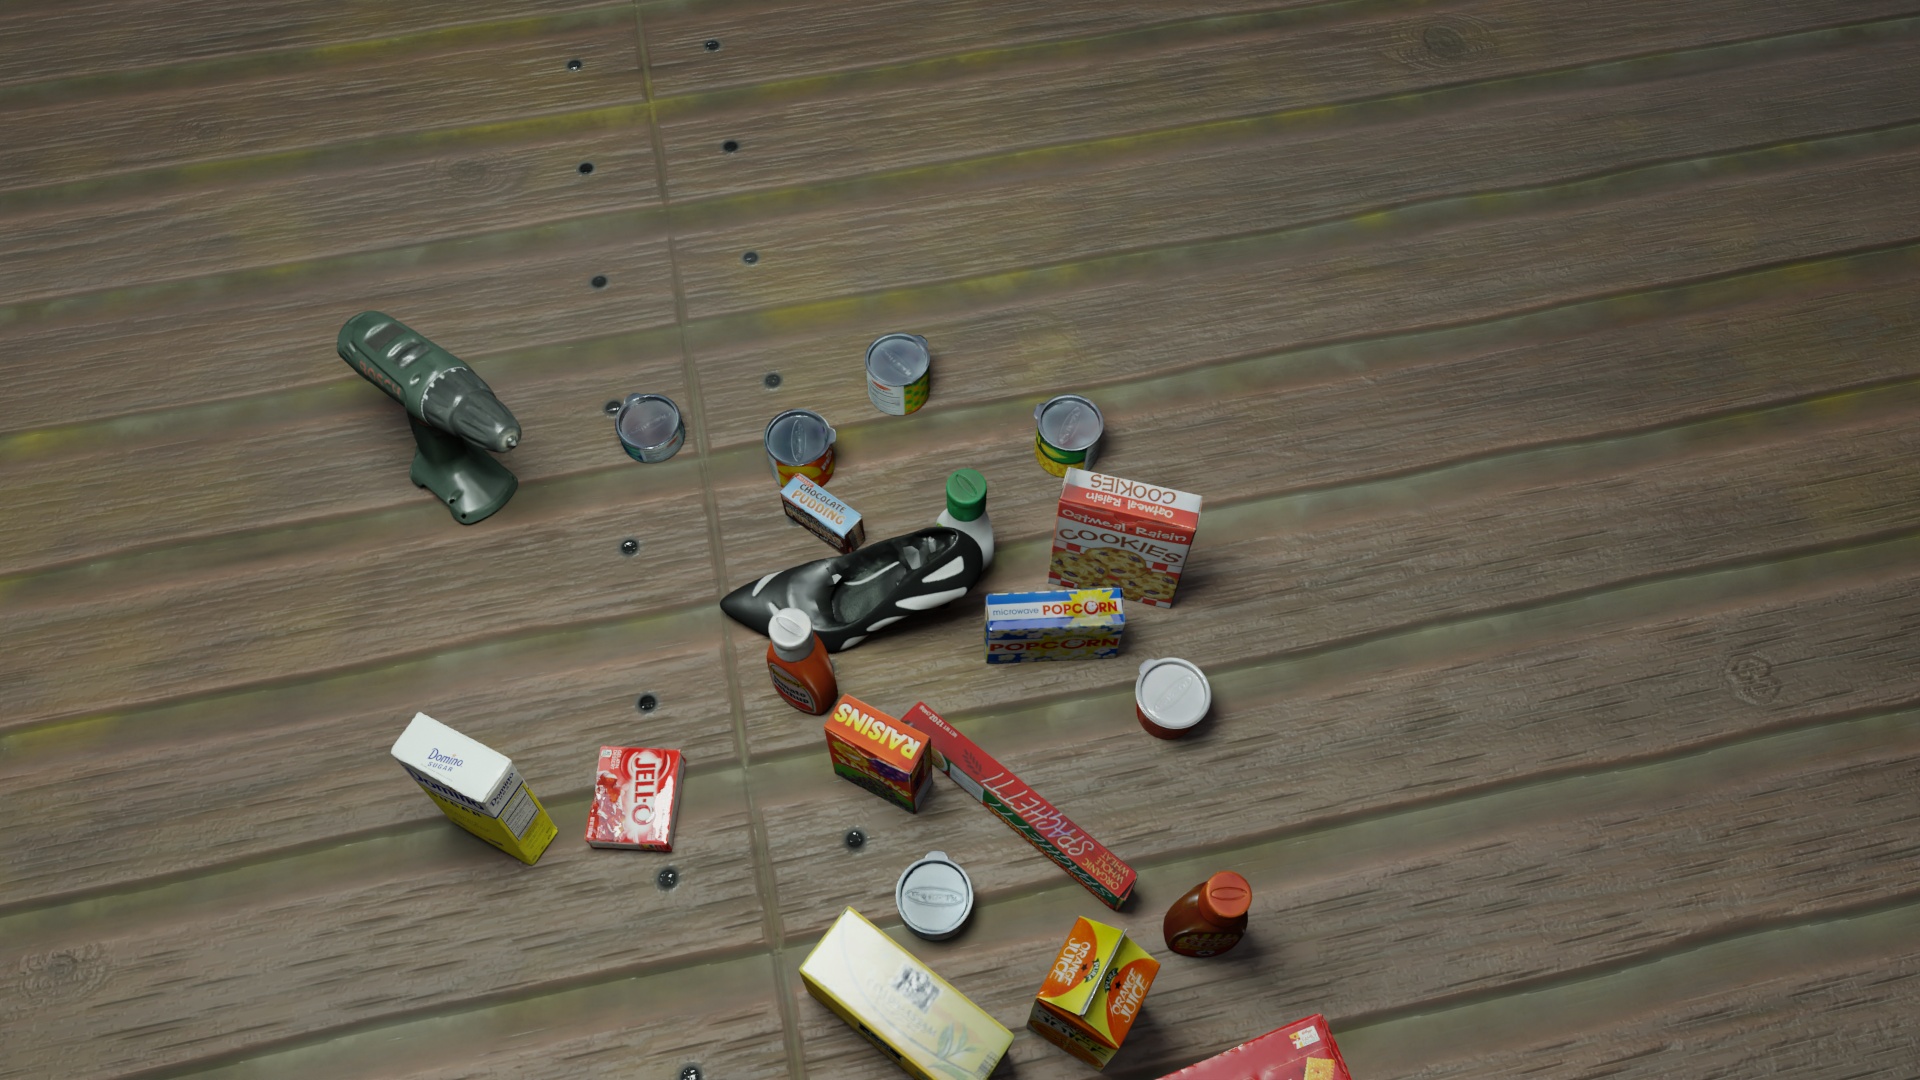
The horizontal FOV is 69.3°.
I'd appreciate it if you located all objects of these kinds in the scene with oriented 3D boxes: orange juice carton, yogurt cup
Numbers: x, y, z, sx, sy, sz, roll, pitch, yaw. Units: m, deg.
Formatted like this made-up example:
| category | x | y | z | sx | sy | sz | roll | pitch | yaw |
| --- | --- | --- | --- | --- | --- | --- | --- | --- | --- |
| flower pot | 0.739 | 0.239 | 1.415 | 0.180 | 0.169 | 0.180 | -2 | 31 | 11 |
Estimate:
| category | x | y | z | sx | sy | sz | roll | pitch | yaw |
| --- | --- | --- | --- | --- | --- | --- | --- | --- | --- |
| orange juice carton | 0.103 | 0.353 | 1.084 | 0.073 | 0.191 | 0.072 | 28 | 66 | 13 |
| yogurt cup | 0.192 | 0.148 | 1.272 | 0.072 | 0.053 | 0.073 | 0 | 62 | -1 |

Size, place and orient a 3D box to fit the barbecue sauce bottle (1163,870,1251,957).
| category | x | y | z | sx | sy | sz | roll | pitch | yaw |
| --- | --- | --- | --- | --- | --- | --- | --- | --- | --- |
| barbecue sauce bottle | 0.206 | 0.305 | 1.136 | 0.065 | 0.148 | 0.044 | -1 | 63 | -1 |

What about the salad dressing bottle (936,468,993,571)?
| category | x | y | z | sx | sy | sz | roll | pitch | yaw |
| --- | --- | --- | --- | --- | --- | --- | --- | --- | --- |
| salad dressing bottle | 0.005 | -0.016 | 1.304 | 0.044 | 0.147 | 0.064 | -35 | 68 | -17 |

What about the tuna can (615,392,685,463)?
| category | x | y | z | sx | sy | sz | roll | pitch | yaw |
| --- | --- | --- | --- | --- | --- | --- | --- | --- | --- |
| tuna can | -0.317 | -0.116 | 1.416 | 0.071 | 0.032 | 0.071 | 0 | 62 | -1 |

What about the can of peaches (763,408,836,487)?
| category | x | y | z | sx | sy | sz | roll | pitch | yaw |
| --- | --- | --- | --- | --- | --- | --- | --- | --- | --- |
| can of peaches | -0.158 | -0.089 | 1.390 | 0.071 | 0.057 | 0.071 | 0 | 62 | -1 |

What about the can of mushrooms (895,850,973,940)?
| category | x | y | z | sx | sy | sz | roll | pitch | yaw |
| --- | --- | --- | --- | --- | --- | --- | --- | --- | --- |
| can of mushrooms | -0.022 | 0.307 | 1.197 | 0.071 | 0.033 | 0.071 | 0 | 62 | -1 |

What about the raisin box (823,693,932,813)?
| category | x | y | z | sx | sy | sz | roll | pitch | yaw |
| --- | --- | --- | --- | --- | --- | --- | --- | --- | --- |
| raisin box | -0.070 | 0.187 | 1.209 | 0.086 | 0.123 | 0.040 | 26 | 65 | 12 |

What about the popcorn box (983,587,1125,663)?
| category | x | y | z | sx | sy | sz | roll | pitch | yaw |
| --- | --- | --- | --- | --- | --- | --- | --- | --- | --- |
| popcorn box | 0.085 | 0.080 | 1.289 | 0.127 | 0.085 | 0.038 | -3 | 63 | -2 |

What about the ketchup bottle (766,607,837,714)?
| category | x | y | z | sx | sy | sz | roll | pitch | yaw |
| --- | --- | --- | --- | --- | --- | --- | --- | --- | --- |
| ketchup bottle | -0.144 | 0.105 | 1.237 | 0.065 | 0.148 | 0.044 | 31 | 66 | 14 |

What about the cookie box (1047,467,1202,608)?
| category | x | y | z | sx | sy | sz | roll | pitch | yaw |
| --- | --- | --- | --- | --- | --- | --- | --- | --- | --- |
| cookie box | 0.148 | 0.001 | 1.285 | 0.123 | 0.166 | 0.040 | 12 | 63 | 6 |

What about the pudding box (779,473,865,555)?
| category | x | y | z | sx | sy | sz | roll | pitch | yaw |
| --- | --- | --- | --- | --- | --- | --- | --- | --- | --- |
| pudding box | -0.135 | -0.025 | 1.361 | 0.084 | 0.049 | 0.030 | 34 | 67 | 16 |

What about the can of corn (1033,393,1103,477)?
| category | x | y | z | sx | sy | sz | roll | pitch | yaw |
| --- | --- | --- | --- | --- | --- | --- | --- | --- | --- |
| can of corn | 0.106 | -0.106 | 1.403 | 0.071 | 0.058 | 0.071 | 0 | 62 | -1 |

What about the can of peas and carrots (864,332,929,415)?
| category | x | y | z | sx | sy | sz | roll | pitch | yaw |
| --- | --- | --- | --- | --- | --- | --- | --- | --- | --- |
| can of peas and carrots | -0.063 | -0.173 | 1.436 | 0.071 | 0.058 | 0.071 | 0 | 62 | -1 |

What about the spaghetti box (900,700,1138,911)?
| category | x | y | z | sx | sy | sz | roll | pitch | yaw |
| --- | --- | --- | --- | --- | --- | --- | --- | --- | --- |
| spaghetti box | 0.049 | 0.234 | 1.227 | 0.250 | 0.050 | 0.029 | 37 | 68 | 17 |
